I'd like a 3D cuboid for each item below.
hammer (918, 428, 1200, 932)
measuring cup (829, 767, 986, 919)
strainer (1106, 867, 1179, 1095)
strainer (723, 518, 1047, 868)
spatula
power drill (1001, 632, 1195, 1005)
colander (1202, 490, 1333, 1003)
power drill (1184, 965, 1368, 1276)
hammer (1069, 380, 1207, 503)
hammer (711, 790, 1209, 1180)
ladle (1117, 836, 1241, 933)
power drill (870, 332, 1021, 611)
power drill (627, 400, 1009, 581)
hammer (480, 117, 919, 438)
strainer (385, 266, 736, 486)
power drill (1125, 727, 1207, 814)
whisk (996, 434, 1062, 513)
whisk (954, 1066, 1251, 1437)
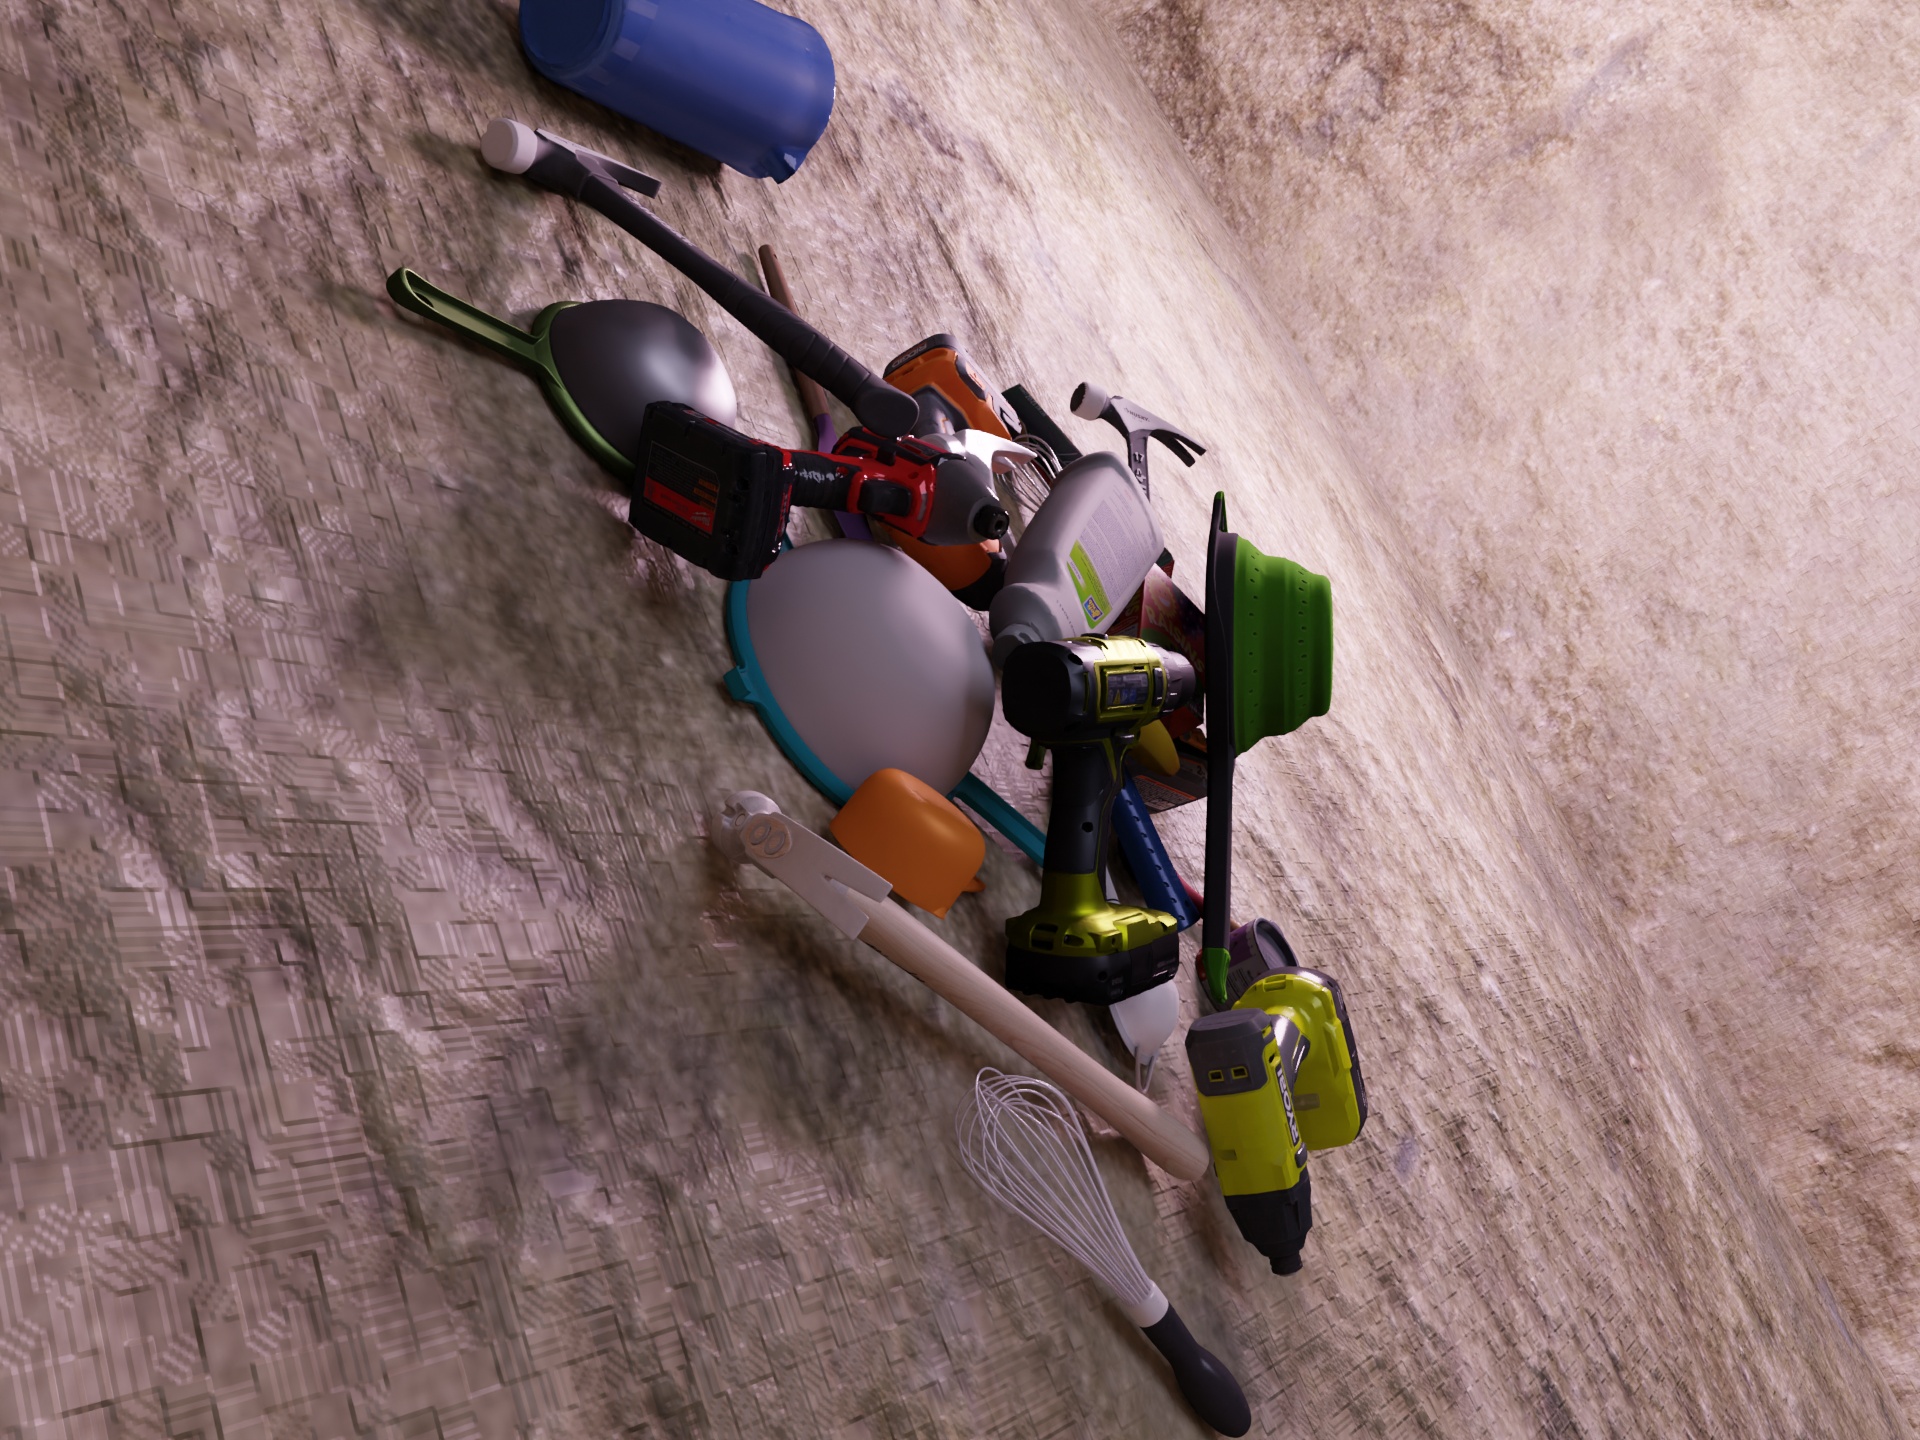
[{"bbox_3d":[0.085,-0.031,1.197,0.144,0.035,0.405,-24,90,-61],"label":"hammer"},{"bbox_3d":[-0.010,0.075,0.976,0.095,0.052,0.173,41,8,26],"label":"measuring cup"},{"bbox_3d":[0.111,0.143,1.150,0.086,0.050,0.259,40,26,-49],"label":"strainer"},{"bbox_3d":[-0.002,-0.003,1.055,0.340,0.095,0.211,41,29,-26],"label":"strainer"},{"bbox_3d":[-0.115,-0.253,1.231,0.059,0.018,0.316,32,35,-56],"label":"spatula"},{"bbox_3d":[0.097,0.057,1.040,0.190,0.080,0.228,-5,97,-56],"label":"power drill"},{"bbox_3d":[0.237,0.018,1.220,0.204,0.094,0.397,60,33,-67],"label":"colander"},{"bbox_3d":[0.224,0.270,1.117,0.223,0.080,0.171,-14,90,-67],"label":"power drill"},{"bbox_3d":[0.178,-0.149,1.518,0.149,0.036,0.409,17,53,-23],"label":"hammer"},{"bbox_3d":[0.032,0.176,0.910,0.410,0.038,0.146,42,-11,-35],"label":"hammer"},{"bbox_3d":[0.219,0.168,1.322,0.315,0.031,0.069,41,38,-34],"label":"ladle"},{"bbox_3d":[-0.003,-0.192,1.289,0.164,0.084,0.227,45,31,-35],"label":"power drill"},{"bbox_3d":[-0.079,-0.141,0.979,0.219,0.078,0.143,-8,29,-45],"label":"power drill"},{"bbox_3d":[-0.156,-0.287,1.043,0.335,0.035,0.146,39,19,18],"label":"hammer"},{"bbox_3d":[-0.220,-0.227,0.959,0.256,0.069,0.152,19,45,-54],"label":"strainer"},{"bbox_3d":[0.124,-0.051,1.303,0.185,0.084,0.226,22,54,-51],"label":"power drill"},{"bbox_3d":[0.112,-0.164,1.453,0.246,0.058,0.059,54,16,13],"label":"whisk"},{"bbox_3d":[0.088,0.309,0.904,0.284,0.070,0.070,55,25,-14],"label":"whisk"}]
